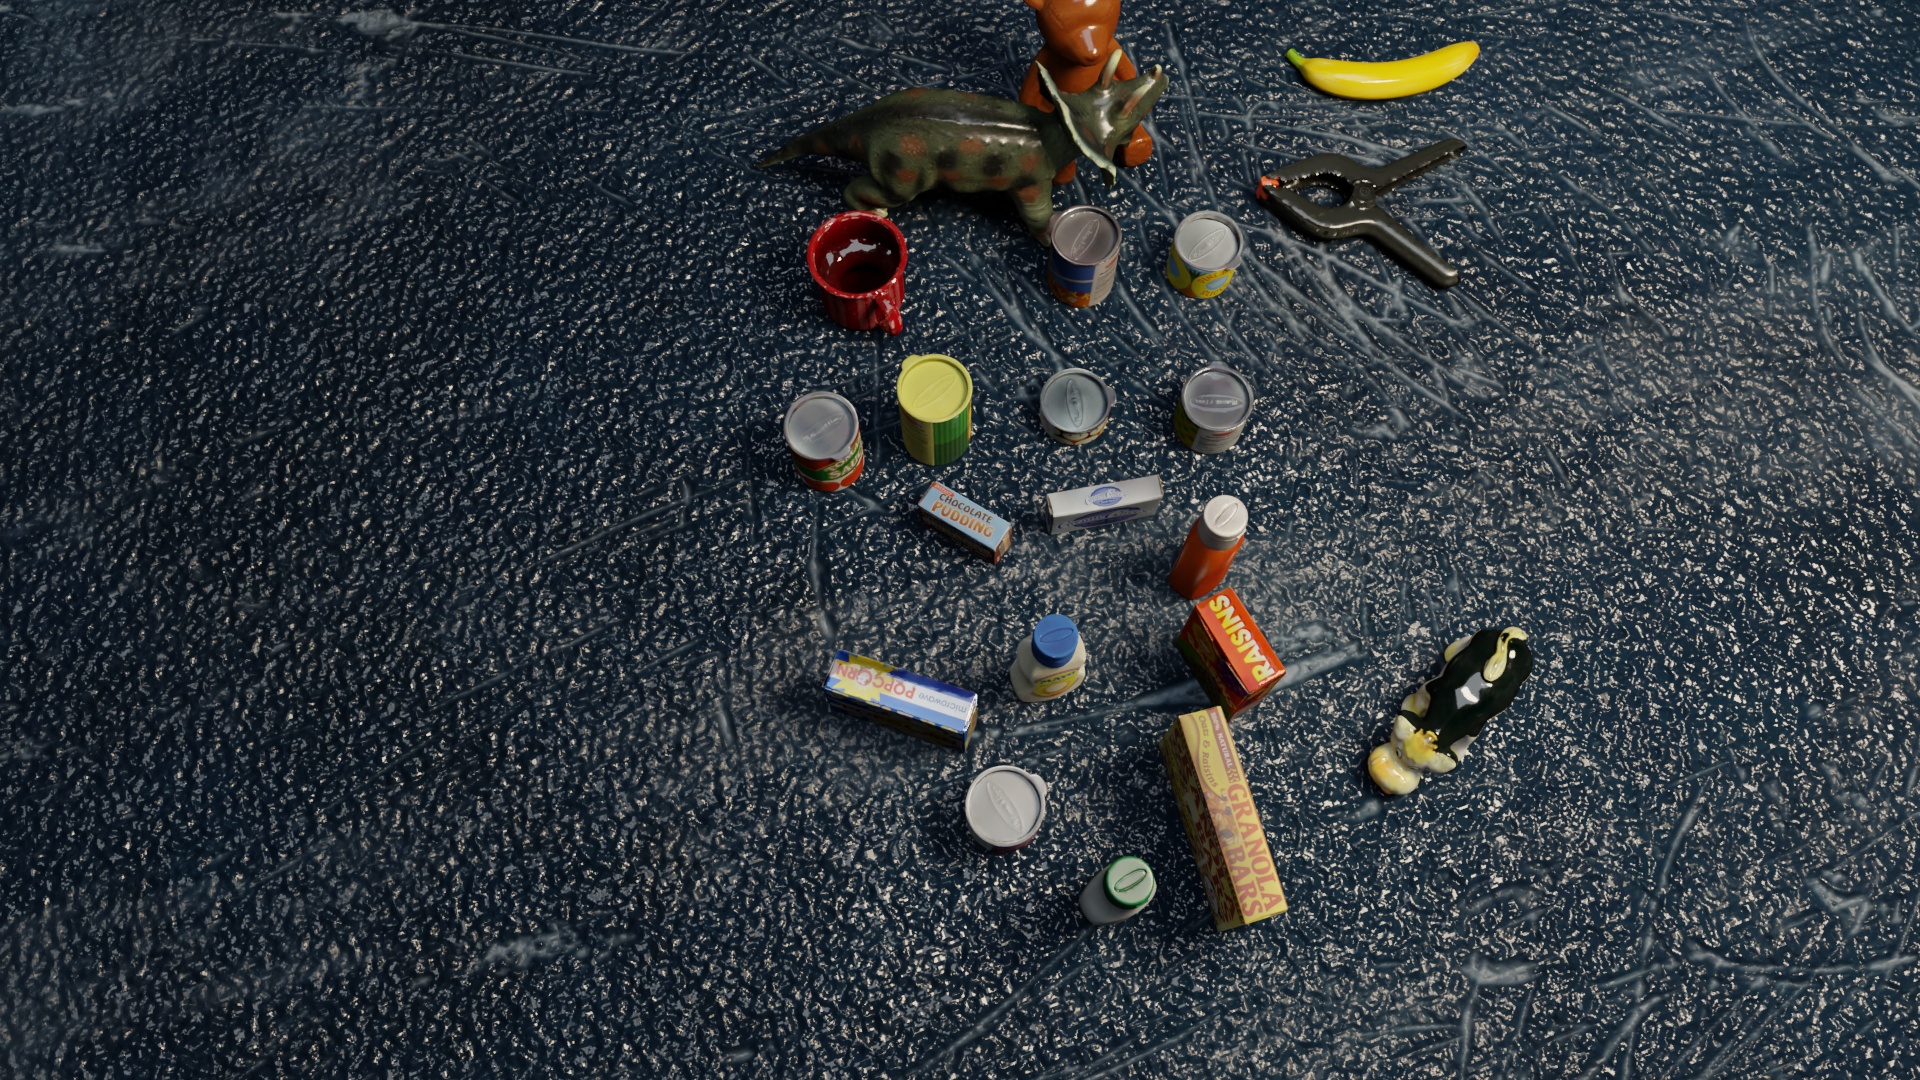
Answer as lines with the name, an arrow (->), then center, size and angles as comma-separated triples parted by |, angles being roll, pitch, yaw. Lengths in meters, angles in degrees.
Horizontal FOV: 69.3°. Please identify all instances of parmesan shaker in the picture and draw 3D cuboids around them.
parmesan shaker -> -0.024, -0.119, 1.265 | 0.071, 0.102, 0.071 | 0, 71, 0

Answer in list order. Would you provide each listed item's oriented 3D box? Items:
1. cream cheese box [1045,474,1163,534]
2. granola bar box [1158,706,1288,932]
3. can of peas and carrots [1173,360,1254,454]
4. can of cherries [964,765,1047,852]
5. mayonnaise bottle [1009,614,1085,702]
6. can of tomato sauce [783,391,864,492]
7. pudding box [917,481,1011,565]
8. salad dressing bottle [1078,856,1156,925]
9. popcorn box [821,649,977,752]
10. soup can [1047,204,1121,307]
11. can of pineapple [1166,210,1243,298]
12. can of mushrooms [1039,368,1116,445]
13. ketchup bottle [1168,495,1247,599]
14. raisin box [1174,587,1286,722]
cream cheese box -> 0.129, -0.032, 1.260 | 0.104, 0.053, 0.024 | -10, 71, -3
granola bar box -> 0.211, 0.229, 1.131 | 0.039, 0.124, 0.166 | -14, 71, -4
can of peas and carrots -> 0.234, -0.123, 1.289 | 0.071, 0.058, 0.071 | 0, 71, 0
can of cherries -> 0.039, 0.226, 1.167 | 0.071, 0.058, 0.071 | 0, 71, 0
mayonnaise bottle -> 0.076, 0.099, 1.164 | 0.065, 0.147, 0.041 | -16, 72, -5
can of tomato sauce -> -0.121, -0.087, 1.265 | 0.071, 0.083, 0.071 | 0, 71, 0
pudding box -> 0.004, -0.016, 1.257 | 0.084, 0.049, 0.030 | 31, 74, 10
salad dressing bottle -> 0.128, 0.276, 1.102 | 0.064, 0.147, 0.044 | -28, 73, -9
popcorn box -> -0.049, 0.138, 1.184 | 0.127, 0.085, 0.038 | 17, 72, 6
soup can -> 0.115, -0.272, 1.328 | 0.071, 0.083, 0.071 | 0, 71, 0
can of pineapple -> 0.236, -0.274, 1.342 | 0.071, 0.057, 0.071 | 0, 71, 0
can of mushrooms -> 0.109, -0.125, 1.303 | 0.071, 0.033, 0.071 | 0, 71, 0
ketchup bottle -> 0.217, 0.004, 1.197 | 0.043, 0.148, 0.065 | 41, 76, 13
raisin box -> 0.226, 0.099, 1.177 | 0.040, 0.123, 0.086 | -27, 73, -8
